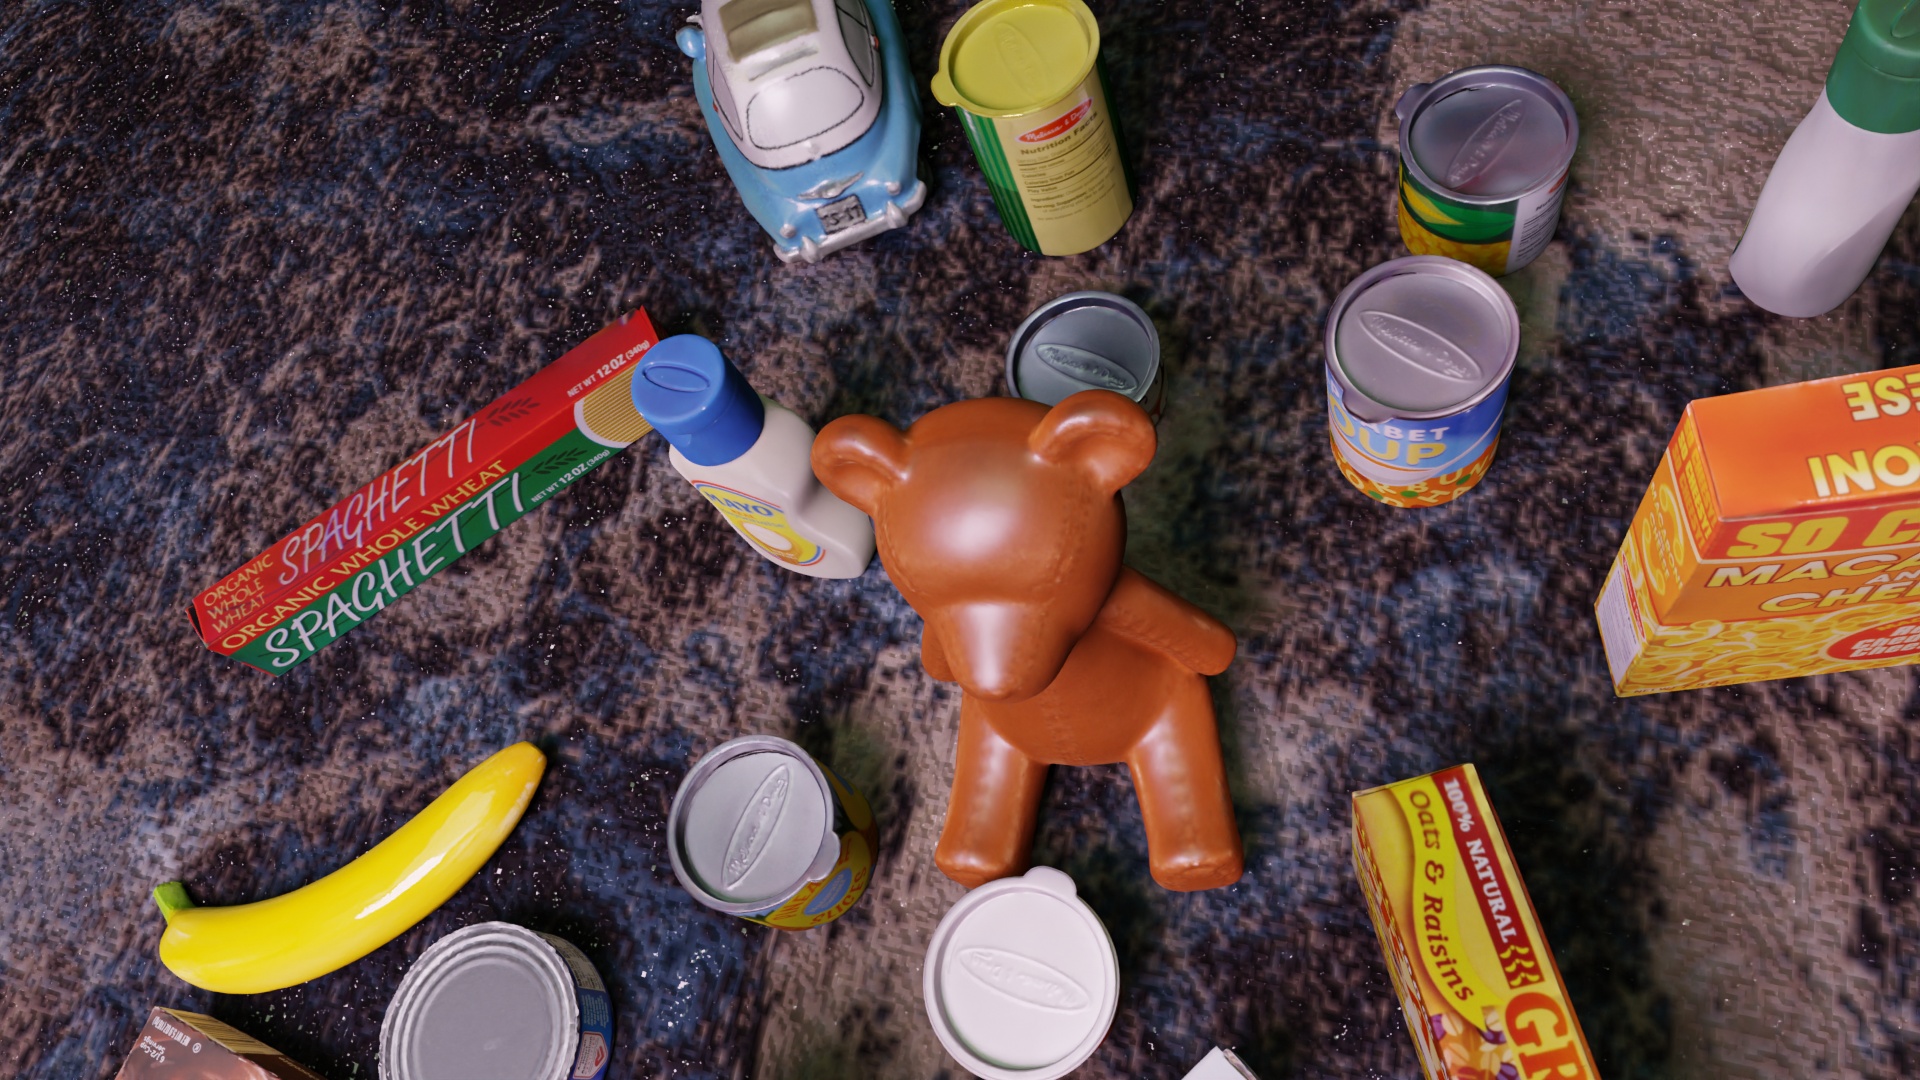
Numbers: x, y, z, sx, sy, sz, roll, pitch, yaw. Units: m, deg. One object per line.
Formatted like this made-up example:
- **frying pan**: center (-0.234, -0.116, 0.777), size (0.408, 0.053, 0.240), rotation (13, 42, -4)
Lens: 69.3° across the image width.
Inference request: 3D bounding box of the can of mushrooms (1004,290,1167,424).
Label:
- **can of mushrooms**: center (0.053, -0.068, 0.591), size (0.071, 0.033, 0.071), rotation (-6, 66, 14)

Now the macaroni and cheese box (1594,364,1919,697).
- **macaroni and cheese box**: center (0.275, 0.001, 0.424), size (0.124, 0.166, 0.040), rotation (-9, 66, 12)

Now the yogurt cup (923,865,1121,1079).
- **yogurt cup**: center (0.026, 0.157, 0.492), size (0.072, 0.053, 0.072), rotation (-6, 66, 14)

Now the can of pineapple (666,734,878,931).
- **can of pineapple**: center (-0.069, 0.115, 0.535), size (0.071, 0.057, 0.071), rotation (-6, 67, 14)

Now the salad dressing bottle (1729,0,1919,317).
- **salad dressing bottle**: center (0.310, -0.133, 0.482), size (0.064, 0.147, 0.044), rotation (-41, 63, -3)

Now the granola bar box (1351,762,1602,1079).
- **granola bar box**: center (0.162, 0.161, 0.413), size (0.039, 0.124, 0.166), rotation (-18, 64, 9)

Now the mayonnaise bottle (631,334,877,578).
- **mayonnaise bottle**: center (-0.081, -0.030, 0.549), size (0.065, 0.147, 0.041), rotation (15, 73, 21)

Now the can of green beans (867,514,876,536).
- **can of green beans**: center (0.002, -0.009, 0.567), size (0.071, 0.057, 0.071), rotation (-6, 67, 14)

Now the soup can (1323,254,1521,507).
- **soup can**: center (0.170, -0.055, 0.525), size (0.071, 0.083, 0.071), rotation (-6, 67, 14)

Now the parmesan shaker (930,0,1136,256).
- **parmesan shaker**: center (0.034, -0.178, 0.605), size (0.071, 0.103, 0.071), rotation (-6, 67, 14)

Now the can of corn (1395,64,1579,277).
- **can of corn**: center (0.211, -0.150, 0.568), size (0.071, 0.058, 0.071), rotation (-6, 67, 14)

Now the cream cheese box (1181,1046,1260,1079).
- **cream cheese box**: center (0.060, 0.213, 0.459), size (0.104, 0.053, 0.024), rotation (-44, 64, -5)

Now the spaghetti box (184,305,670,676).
- **spaghetti box**: center (-0.236, -0.020, 0.644), size (0.250, 0.050, 0.029), rotation (-34, 63, 0)
